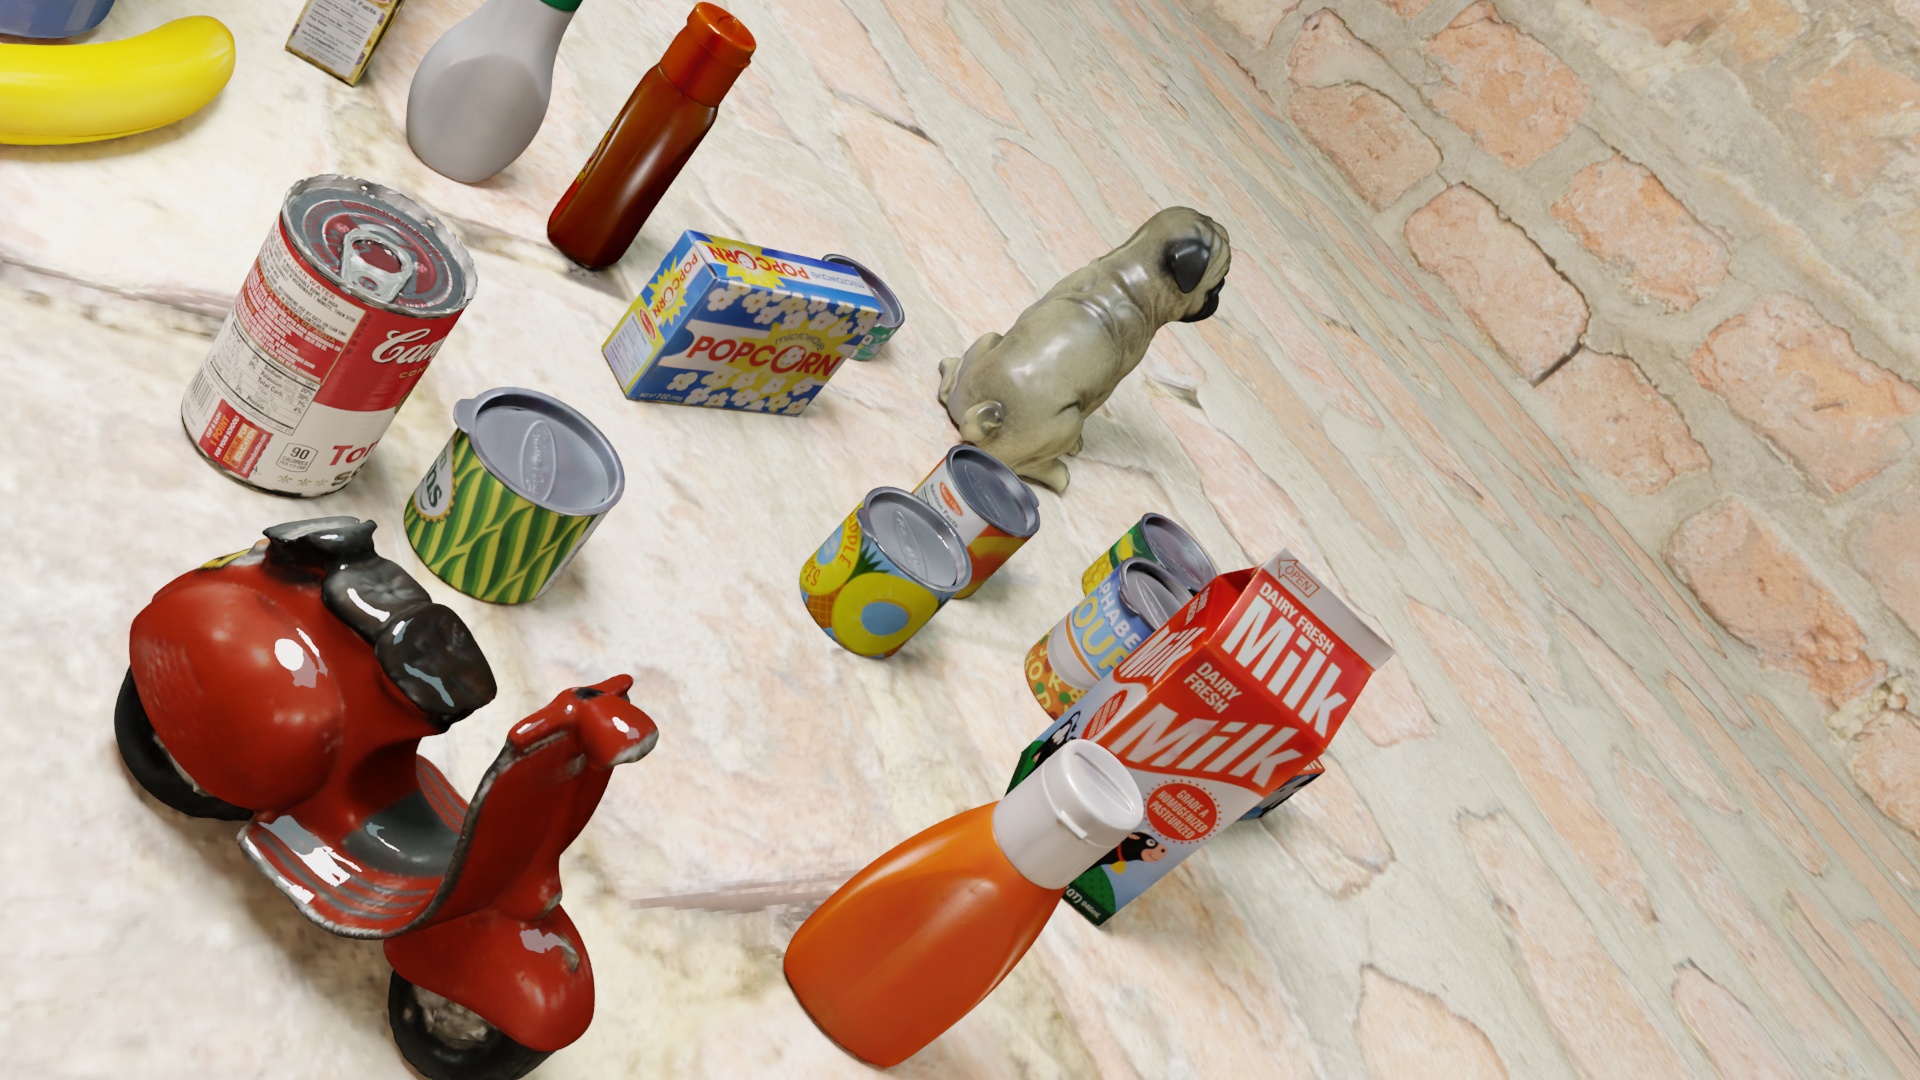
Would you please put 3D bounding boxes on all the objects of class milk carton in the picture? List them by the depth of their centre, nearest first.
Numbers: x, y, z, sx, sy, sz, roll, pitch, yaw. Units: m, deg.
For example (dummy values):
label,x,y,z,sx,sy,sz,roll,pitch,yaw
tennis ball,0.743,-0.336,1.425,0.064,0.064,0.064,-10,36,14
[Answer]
label,x,y,z,sx,sy,sz,roll,pitch,yaw
milk carton,0.105,0.086,0.639,0.072,0.189,0.074,42,28,-5

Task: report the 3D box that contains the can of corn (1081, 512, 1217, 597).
label,x,y,z,sx,sy,sz,roll,pitch,yaw
can of corn,0.119,0.027,0.877,0.071,0.058,0.071,32,30,-21

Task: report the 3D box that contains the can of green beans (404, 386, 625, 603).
label,x,y,z,sx,sy,sz,roll,pitch,yaw
can of green beans,-0.176,-0.017,0.550,0.071,0.057,0.071,32,30,-21

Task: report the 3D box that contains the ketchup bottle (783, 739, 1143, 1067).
label,x,y,z,sx,sy,sz,roll,pitch,yaw
ketchup bottle,0.002,0.127,0.493,0.065,0.148,0.044,45,28,0

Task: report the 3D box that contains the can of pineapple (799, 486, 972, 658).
label,x,y,z,sx,sy,sz,roll,pitch,yaw
can of pineapple,-0.039,0.015,0.686,0.071,0.057,0.071,32,30,-21

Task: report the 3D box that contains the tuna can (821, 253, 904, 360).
label,x,y,z,sx,sy,sz,roll,pitch,yaw
tuna can,-0.071,-0.148,0.890,0.071,0.032,0.071,32,30,-21

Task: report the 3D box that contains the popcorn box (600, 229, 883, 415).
label,x,y,z,sx,sy,sz,roll,pitch,yaw
popcorn box,-0.112,-0.111,0.731,0.127,0.085,0.038,0,51,-53

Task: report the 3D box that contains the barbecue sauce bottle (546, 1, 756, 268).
label,x,y,z,sx,sy,sz,roll,pitch,yaw
barbecue sauce bottle,-0.163,-0.214,0.736,0.043,0.148,0.065,36,29,-15

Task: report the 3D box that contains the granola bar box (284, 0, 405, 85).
label,x,y,z,sx,sy,sz,roll,pitch,yaw
granola bar box,-0.299,-0.334,0.744,0.039,0.123,0.166,28,32,-29

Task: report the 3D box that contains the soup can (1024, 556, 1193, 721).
label,x,y,z,sx,sy,sz,roll,pitch,yaw
soup can,0.083,0.059,0.760,0.071,0.083,0.072,32,30,-22

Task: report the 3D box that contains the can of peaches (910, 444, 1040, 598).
label,x,y,z,sx,sy,sz,roll,pitch,yaw
can of peaches,0.003,-0.010,0.774,0.071,0.058,0.071,32,30,-21

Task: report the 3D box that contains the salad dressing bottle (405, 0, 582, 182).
label,x,y,z,sx,sy,sz,roll,pitch,yaw
salad dressing bottle,-0.227,-0.250,0.701,0.064,0.147,0.044,20,36,-38

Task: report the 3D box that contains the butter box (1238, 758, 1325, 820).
label,x,y,z,sx,sy,sz,roll,pitch,yaw
butter box,0.159,0.137,0.787,0.103,0.053,0.024,8,45,-48
